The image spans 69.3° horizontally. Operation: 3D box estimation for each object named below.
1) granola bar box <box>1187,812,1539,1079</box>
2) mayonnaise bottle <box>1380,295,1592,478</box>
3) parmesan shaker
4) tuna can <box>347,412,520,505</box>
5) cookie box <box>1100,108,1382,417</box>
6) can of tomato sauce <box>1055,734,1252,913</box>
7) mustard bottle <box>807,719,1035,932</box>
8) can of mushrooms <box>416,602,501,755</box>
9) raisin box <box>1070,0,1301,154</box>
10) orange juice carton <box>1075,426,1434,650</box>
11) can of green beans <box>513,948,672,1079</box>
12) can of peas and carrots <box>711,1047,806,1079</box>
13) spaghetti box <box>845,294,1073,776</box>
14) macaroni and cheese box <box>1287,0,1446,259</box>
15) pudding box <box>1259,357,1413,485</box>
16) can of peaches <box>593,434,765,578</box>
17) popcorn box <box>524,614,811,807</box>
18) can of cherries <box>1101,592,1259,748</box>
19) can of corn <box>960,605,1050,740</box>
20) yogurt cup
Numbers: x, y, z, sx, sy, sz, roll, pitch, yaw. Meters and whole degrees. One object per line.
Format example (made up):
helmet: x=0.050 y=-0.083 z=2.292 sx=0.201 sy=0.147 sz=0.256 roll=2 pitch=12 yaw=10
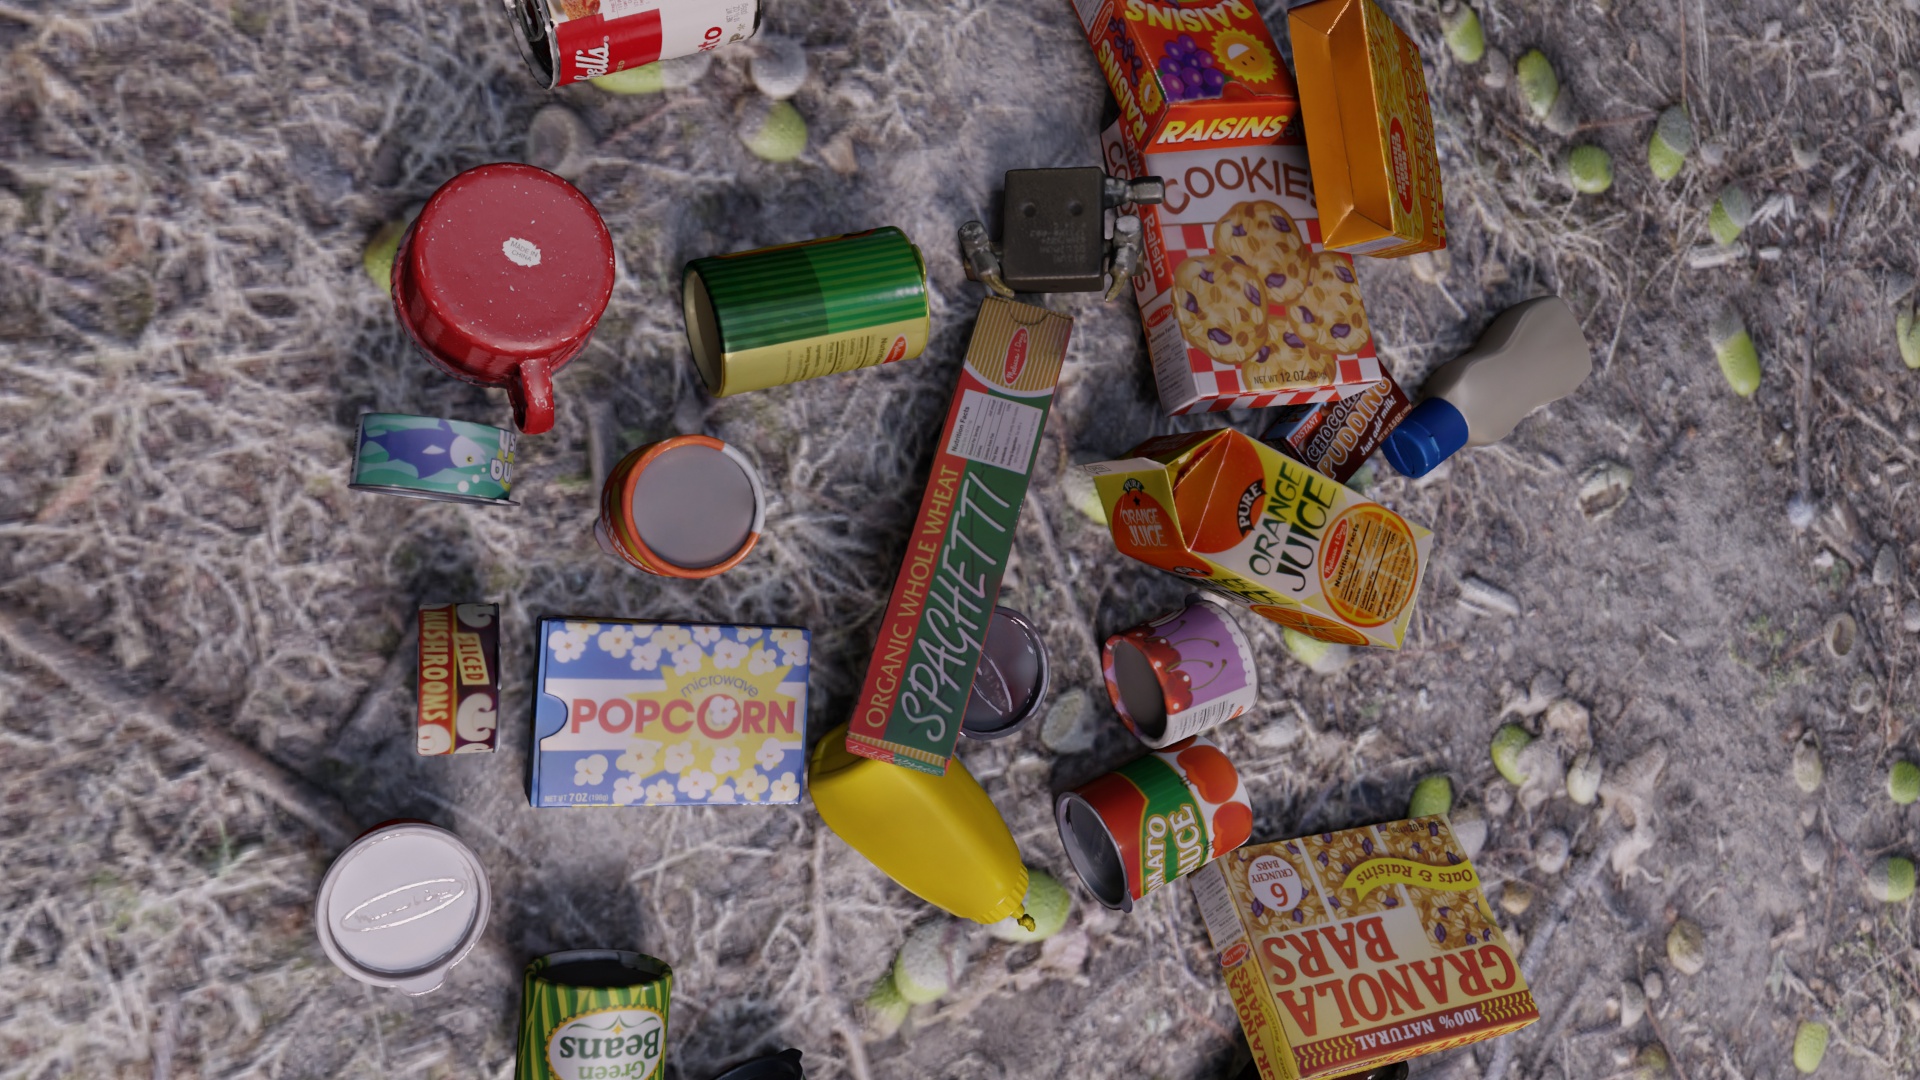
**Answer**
granola bar box: x=0.225 y=0.226 z=0.776 sx=0.166 sy=0.038 sz=0.124 roll=-3 pitch=57 yaw=-24
mayonnaise bottle: x=0.321 y=-0.091 z=0.853 sx=0.148 sy=0.041 sz=0.064 roll=-34 pitch=103 yaw=-19
parmesan shaker: x=-0.074 y=-0.111 z=0.664 sx=0.103 sy=0.071 sz=0.071 roll=-14 pitch=96 yaw=-23
tuna can: x=-0.224 y=-0.034 z=0.599 sx=0.071 sy=0.071 sz=0.033 roll=7 pitch=87 yaw=-23
cookie box: x=0.155 y=-0.158 z=0.764 sx=0.123 sy=0.040 sz=0.167 roll=-7 pitch=81 yaw=-24
can of tomato sauce: x=0.104 y=0.150 z=0.740 sx=0.083 sy=0.071 sz=0.071 roll=-21 pitch=98 yaw=-23
mustard bottle: x=-0.009 y=0.150 z=0.696 sx=0.160 sy=0.065 sz=0.049 roll=50 pitch=28 yaw=-30
can of mushrooms: x=-0.217 y=0.059 z=0.601 sx=0.033 sy=0.071 sz=0.071 roll=1 pitch=89 yaw=-22
raisin box: x=0.117 y=-0.267 z=0.738 sx=0.086 sy=0.040 sz=0.124 roll=-10 pitch=67 yaw=-24
orange juice carton: x=0.159 y=-0.007 z=0.764 sx=0.193 sy=0.072 sz=0.073 roll=23 pitch=81 yaw=-22
can of green beans: x=-0.165 y=0.221 z=0.624 sx=0.071 sy=0.071 sz=0.058 roll=6 pitch=87 yaw=-23
can of peas and carrots: x=-0.093 y=0.287 z=0.656 sx=0.071 sy=0.071 sz=0.058 roll=-26 pitch=100 yaw=-21
spaghetti box: x=0.002 y=-0.008 z=0.674 sx=0.050 sy=0.028 sz=0.251 roll=15 pitch=65 yaw=2
macaroni and cheese box: x=0.229 y=-0.220 z=0.763 sx=0.167 sy=0.040 sz=0.123 roll=-17 pitch=98 yaw=-61
pudding box: x=0.220 y=-0.069 z=0.814 sx=0.084 sy=0.030 sz=0.049 roll=-44 pitch=105 yaw=-18
can of peaches: x=-0.131 y=-0.014 z=0.645 sx=0.071 sy=0.058 sz=0.071 roll=0 pitch=90 yaw=-24
popcorn box: x=-0.136 y=0.080 z=0.653 sx=0.127 sy=0.038 sz=0.085 roll=4 pitch=89 yaw=-24
can of cherries: x=0.116 y=0.070 z=0.750 sx=0.058 sy=0.071 sz=0.071 roll=-19 pitch=97 yaw=-21
can of corn: x=0.001 y=0.066 z=0.702 sx=0.071 sy=0.058 sz=0.071 roll=0 pitch=90 yaw=-24
yogurt cup: x=-0.240 y=0.151 z=0.599 sx=0.072 sy=0.054 sz=0.072 roll=0 pitch=90 yaw=-24
